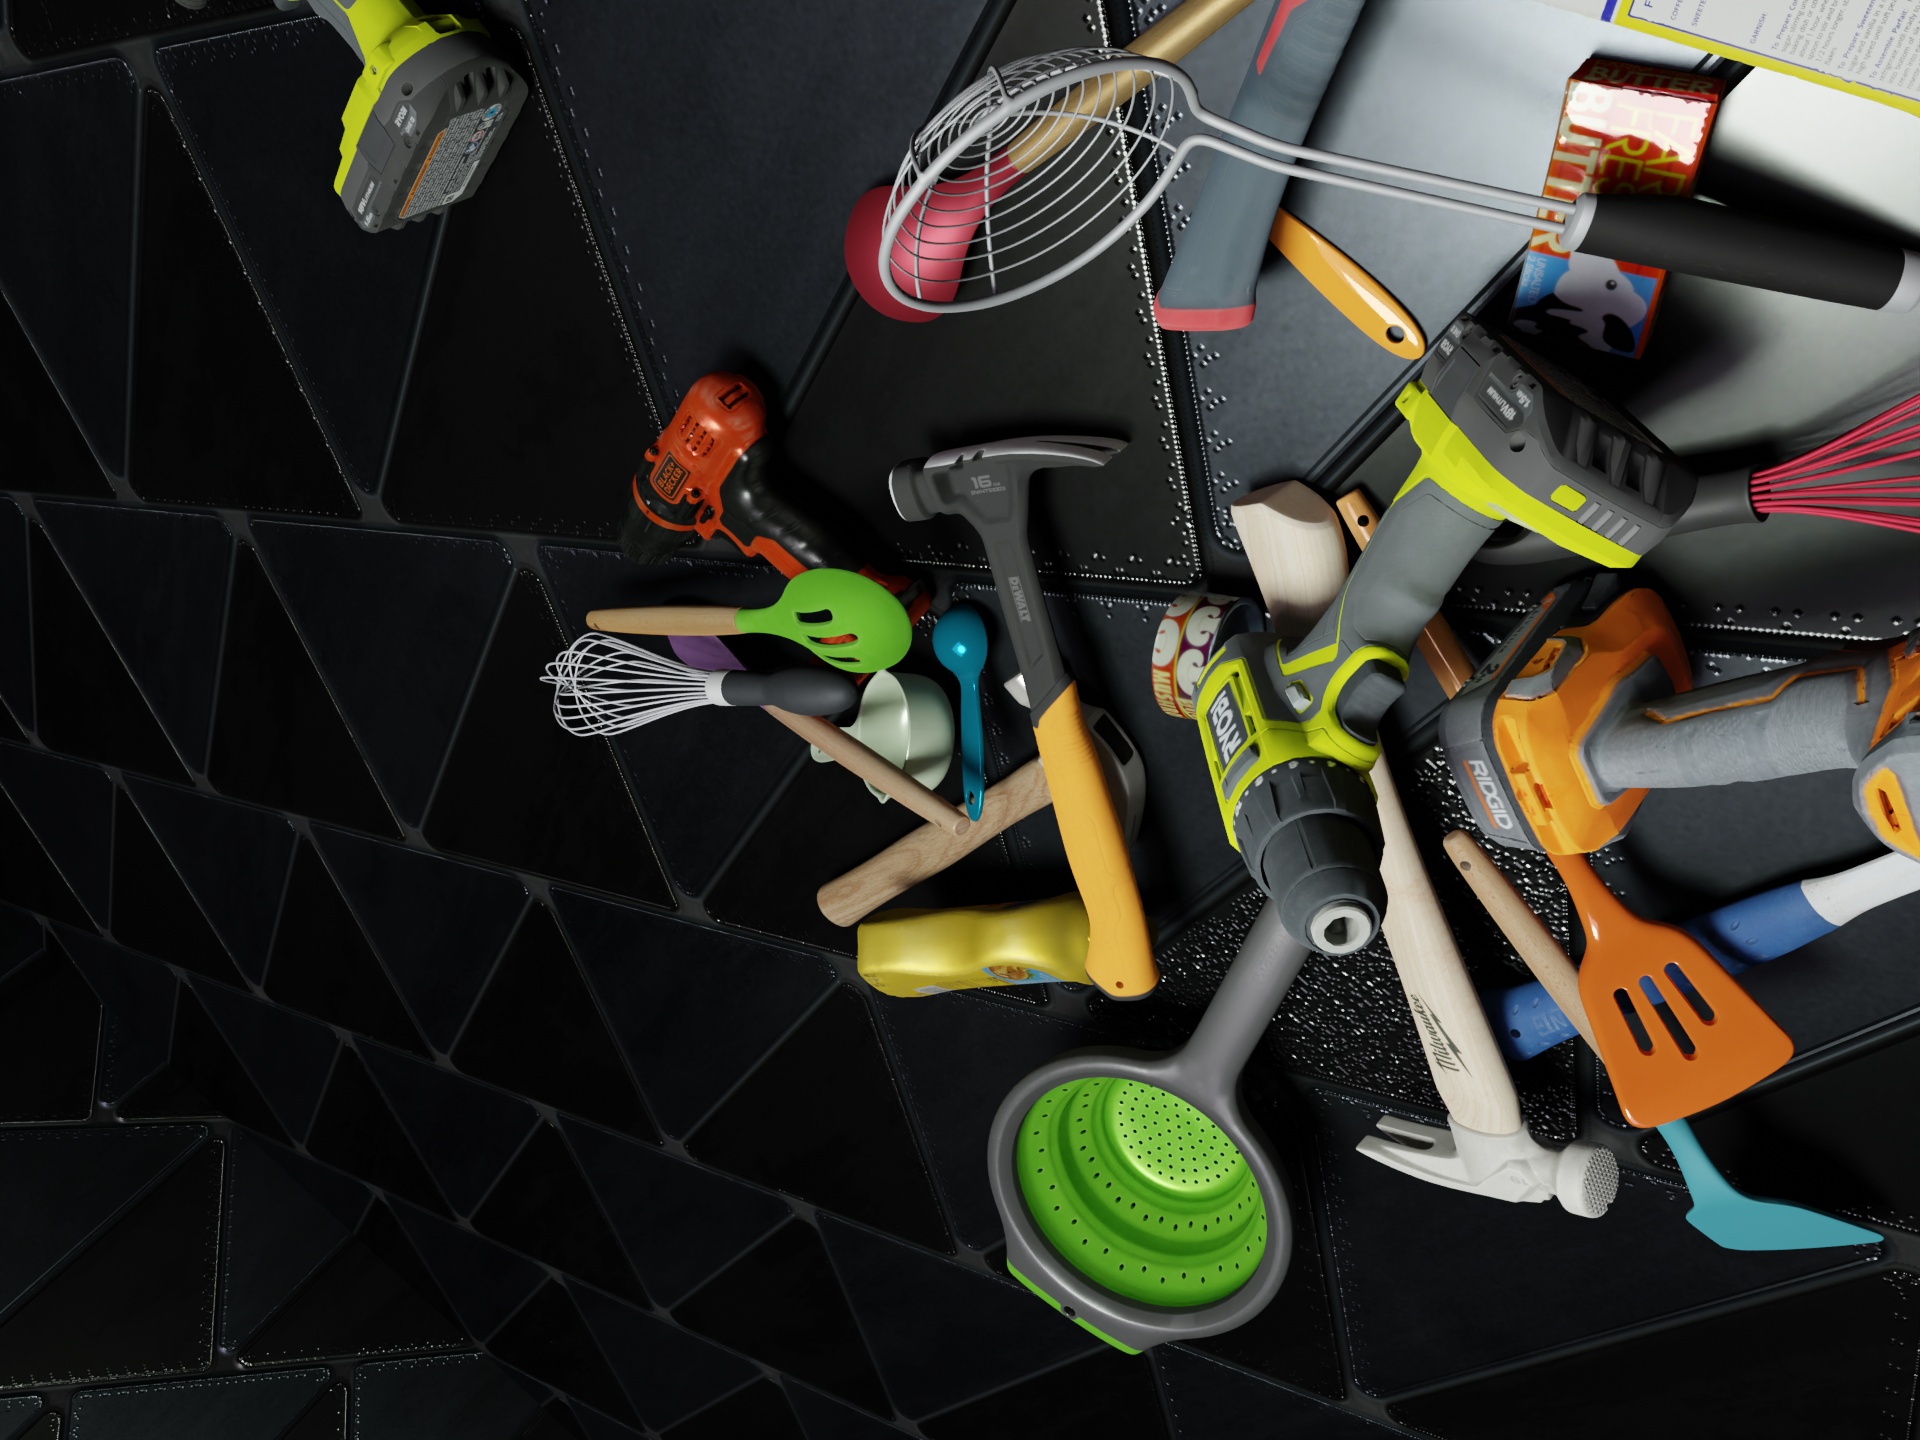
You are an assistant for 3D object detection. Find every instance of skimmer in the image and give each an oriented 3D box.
[{"bbox_3d":[0.156,-0.165,0.567,0.363,0.090,0.127,12,164,3],"label":"skimmer"}]

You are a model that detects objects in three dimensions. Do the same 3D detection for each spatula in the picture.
[{"bbox_3d":[0.264,0.033,0.736,0.081,0.041,0.322,-32,91,15],"label":"spatula"},{"bbox_3d":[-0.101,-0.004,0.983,0.316,0.018,0.059,32,146,41],"label":"spatula"},{"bbox_3d":[0.337,0.169,0.792,0.317,0.044,0.082,51,139,-11],"label":"spatula"}]

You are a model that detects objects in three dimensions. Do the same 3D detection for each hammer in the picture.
[{"bbox_3d":[0.133,-0.301,0.554,0.143,0.038,0.386,55,149,24],"label":"hammer"},{"bbox_3d":[0.398,0.083,0.710,0.144,0.035,0.405,45,139,-2],"label":"hammer"},{"bbox_3d":[0.000,0.074,1.025,0.130,0.031,0.331,48,140,-5],"label":"hammer"},{"bbox_3d":[0.064,0.009,0.872,0.127,0.034,0.336,-3,115,30],"label":"hammer"},{"bbox_3d":[0.214,0.074,0.821,0.146,0.038,0.410,-2,117,51],"label":"hammer"}]

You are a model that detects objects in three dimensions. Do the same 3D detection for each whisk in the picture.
[{"bbox_3d":[0.325,-0.090,0.606,0.296,0.073,0.073,-5,121,47],"label":"whisk"},{"bbox_3d":[-0.168,-0.023,0.995,0.285,0.070,0.070,2,125,41],"label":"whisk"}]

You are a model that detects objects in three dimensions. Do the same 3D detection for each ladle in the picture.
[{"bbox_3d":[0.045,-0.263,0.706,0.315,0.031,0.069,-24,107,45],"label":"ladle"}]

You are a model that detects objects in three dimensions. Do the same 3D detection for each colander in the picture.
[{"bbox_3d":[0.155,0.223,1.000,0.204,0.094,0.397,31,120,15],"label":"colander"}]

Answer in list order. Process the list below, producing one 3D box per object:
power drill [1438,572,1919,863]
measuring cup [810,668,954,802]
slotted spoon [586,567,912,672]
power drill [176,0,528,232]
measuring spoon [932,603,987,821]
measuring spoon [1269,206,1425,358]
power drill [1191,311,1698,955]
[{"bbox_3d":[0.322,-0.014,0.616,0.226,0.164,0.084,-3,123,55],"label":"power drill"},{"bbox_3d":[-0.051,0.013,1.007,0.167,0.038,0.083,169,102,-64],"label":"measuring cup"},{"bbox_3d":[-0.142,-0.058,0.947,0.314,0.031,0.070,5,134,48],"label":"slotted spoon"},{"bbox_3d":[-0.355,-0.392,0.878,0.223,0.080,0.171,52,138,-4],"label":"power drill"},{"bbox_3d":[-0.001,-0.003,0.924,0.042,0.021,0.128,9,105,57],"label":"measuring spoon"},{"bbox_3d":[0.154,-0.195,0.685,0.117,0.011,0.021,42,140,1],"label":"measuring spoon"},{"bbox_3d":[0.180,-0.031,0.639,0.080,0.191,0.228,25,117,-14],"label":"power drill"}]
